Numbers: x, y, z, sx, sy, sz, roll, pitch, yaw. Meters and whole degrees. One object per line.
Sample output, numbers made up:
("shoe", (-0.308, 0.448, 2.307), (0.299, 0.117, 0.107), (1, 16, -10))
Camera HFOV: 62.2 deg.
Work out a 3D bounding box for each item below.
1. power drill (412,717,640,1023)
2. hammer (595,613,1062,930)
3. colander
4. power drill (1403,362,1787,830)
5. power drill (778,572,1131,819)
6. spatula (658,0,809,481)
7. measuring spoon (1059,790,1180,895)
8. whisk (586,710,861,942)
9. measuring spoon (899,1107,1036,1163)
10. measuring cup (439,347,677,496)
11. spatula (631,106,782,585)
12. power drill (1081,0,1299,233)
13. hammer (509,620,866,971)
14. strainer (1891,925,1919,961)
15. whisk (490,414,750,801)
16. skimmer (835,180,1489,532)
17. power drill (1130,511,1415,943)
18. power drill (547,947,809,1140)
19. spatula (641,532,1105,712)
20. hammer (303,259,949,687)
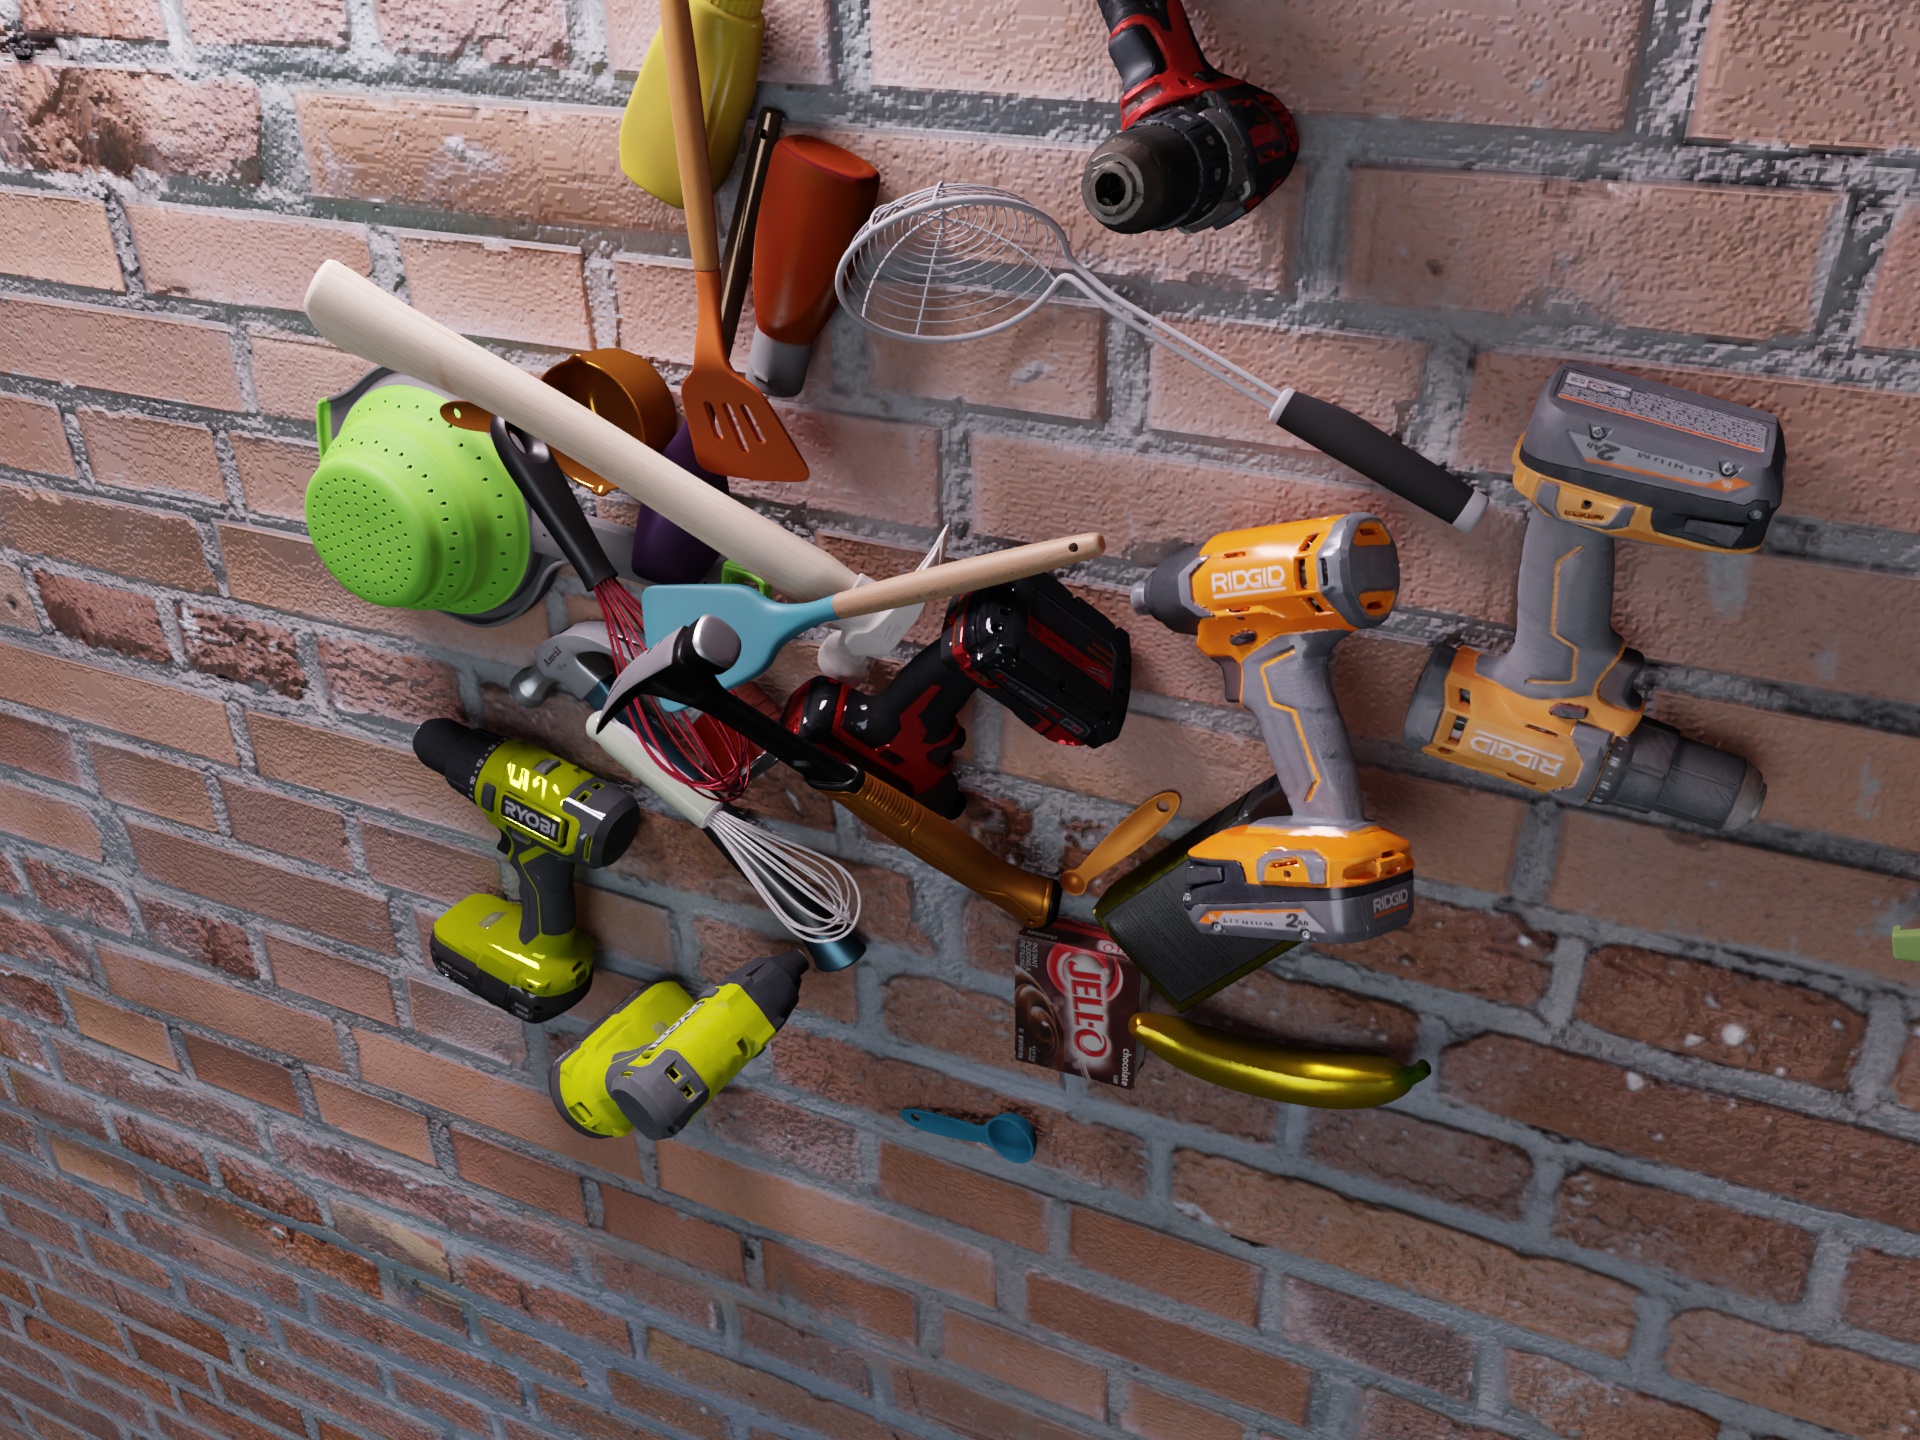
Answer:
("power drill", (-0.362, 0.115, 1.281), (0.190, 0.080, 0.228), (25, 123, 13))
("hammer", (-0.067, 0.051, 1.015), (0.336, 0.034, 0.127), (34, 140, -28))
("colander", (-0.322, -0.124, 1.111), (0.397, 0.094, 0.204), (17, 123, 19))
("power drill", (0.345, -0.049, 0.814), (0.185, 0.084, 0.226), (21, 129, 17))
("power drill", (-0.002, -0.003, 1.010), (0.143, 0.079, 0.219), (34, 138, -27))
("spatula", (-0.144, -0.286, 0.916), (0.081, 0.041, 0.322), (9, 119, 23))
("measuring spoon", (0.107, 0.080, 1.057), (0.021, 0.011, 0.117), (44, 124, -2))
("whisk", (-0.172, 0.072, 1.136), (0.246, 0.058, 0.059), (38, 95, 8))
("measuring spoon", (0.008, 0.313, 1.238), (0.129, 0.021, 0.042), (2, 117, 37))
("measuring cup", (-0.268, -0.207, 1.065), (0.174, 0.052, 0.095), (10, 121, 25))
("spatula", (-0.152, -0.222, 0.996), (0.060, 0.018, 0.315), (17, 118, -3))
("power drill", (0.067, -0.330, 0.737), (0.080, 0.188, 0.226), (-24, 100, 36))
("hammer", (-0.193, 0.061, 1.187), (0.331, 0.033, 0.128), (48, 128, -4))
("strainer", (0.588, 0.061, 0.753), (0.151, 0.069, 0.256), (34, 126, 10))
("whisk", (-0.225, -0.074, 1.047), (0.073, 0.073, 0.296), (-27, 96, 36))
("skimmer", (0.108, -0.180, 0.858), (0.363, 0.090, 0.127), (31, 158, 6))
("power drill", (0.171, 0.004, 0.899), (0.164, 0.084, 0.226), (-3, 94, 46))
("power drill", (-0.214, 0.246, 1.213), (0.080, 0.171, 0.223), (53, 145, -8))
("spatula", (-0.058, -0.071, 0.946), (0.317, 0.044, 0.082), (-11, 89, 33))
("hammer", (-0.204, -0.165, 0.980), (0.410, 0.038, 0.146), (30, 138, -11))
